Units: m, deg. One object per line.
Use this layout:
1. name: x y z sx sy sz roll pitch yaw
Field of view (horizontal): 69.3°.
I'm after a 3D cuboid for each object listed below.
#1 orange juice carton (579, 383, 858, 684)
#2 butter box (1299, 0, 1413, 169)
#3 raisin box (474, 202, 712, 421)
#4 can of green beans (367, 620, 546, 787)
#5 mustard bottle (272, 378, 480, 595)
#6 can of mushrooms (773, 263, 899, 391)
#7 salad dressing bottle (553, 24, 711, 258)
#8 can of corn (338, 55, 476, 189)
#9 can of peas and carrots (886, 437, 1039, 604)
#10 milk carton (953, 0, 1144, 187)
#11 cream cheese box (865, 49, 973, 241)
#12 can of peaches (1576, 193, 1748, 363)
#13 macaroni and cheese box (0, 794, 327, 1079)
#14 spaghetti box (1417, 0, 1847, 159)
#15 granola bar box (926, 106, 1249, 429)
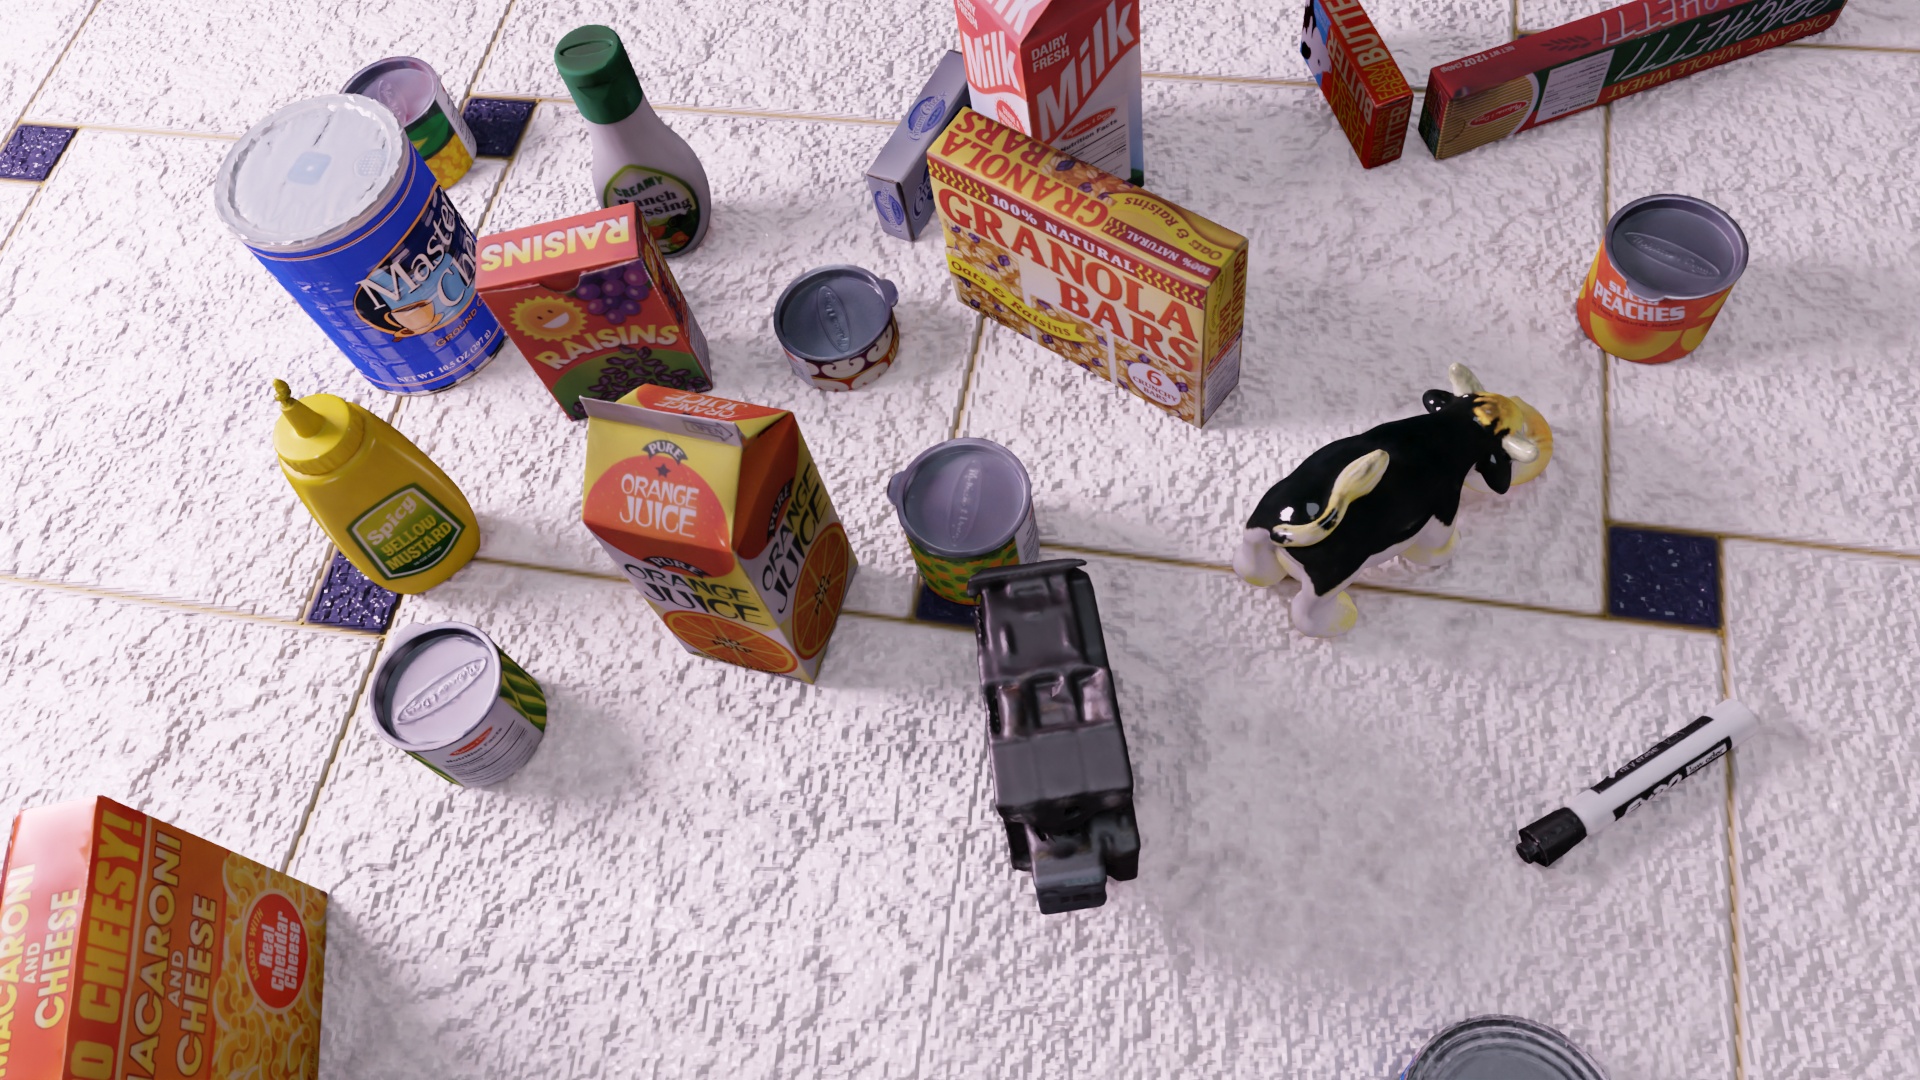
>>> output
1. orange juice carton: -0.108 -0.008 0.631 0.072 0.192 0.073 12 65 14
2. butter box: 0.227 -0.270 0.801 0.024 0.053 0.104 -16 61 0
3. raisin box: -0.192 -0.118 0.741 0.086 0.123 0.040 -11 62 2
4. can of green beans: -0.244 0.081 0.680 0.071 0.057 0.071 -3 62 7
5. mustard bottle: -0.297 -0.029 0.688 0.065 0.159 0.049 -39 64 -12
6. can of mushrooms: -0.066 -0.119 0.774 0.071 0.033 0.071 -3 62 6
7. salad dressing bottle: -0.184 -0.221 0.781 0.064 0.147 0.044 -10 62 3
8. can of corn: -0.350 -0.259 0.875 0.071 0.058 0.071 -3 62 7
9. can of peas and carrots: 0.002 -0.009 0.692 0.071 0.058 0.071 -3 62 7
10. milk carton: 0.048 -0.258 0.743 0.073 0.189 0.072 -31 63 -8
11. cream cheese box: -0.017 -0.231 0.816 0.024 0.053 0.104 22 67 18
12. can of peaches: 0.353 -0.131 0.706 0.071 0.057 0.071 -3 62 7
13. macaroni and cheese box: -0.325 0.190 0.573 0.040 0.165 0.124 -12 62 2
14. spaghetti box: 0.382 -0.278 0.785 0.250 0.050 0.029 -19 62 -2
15. granola bar box: 0.064 -0.137 0.714 0.166 0.123 0.039 31 71 22
